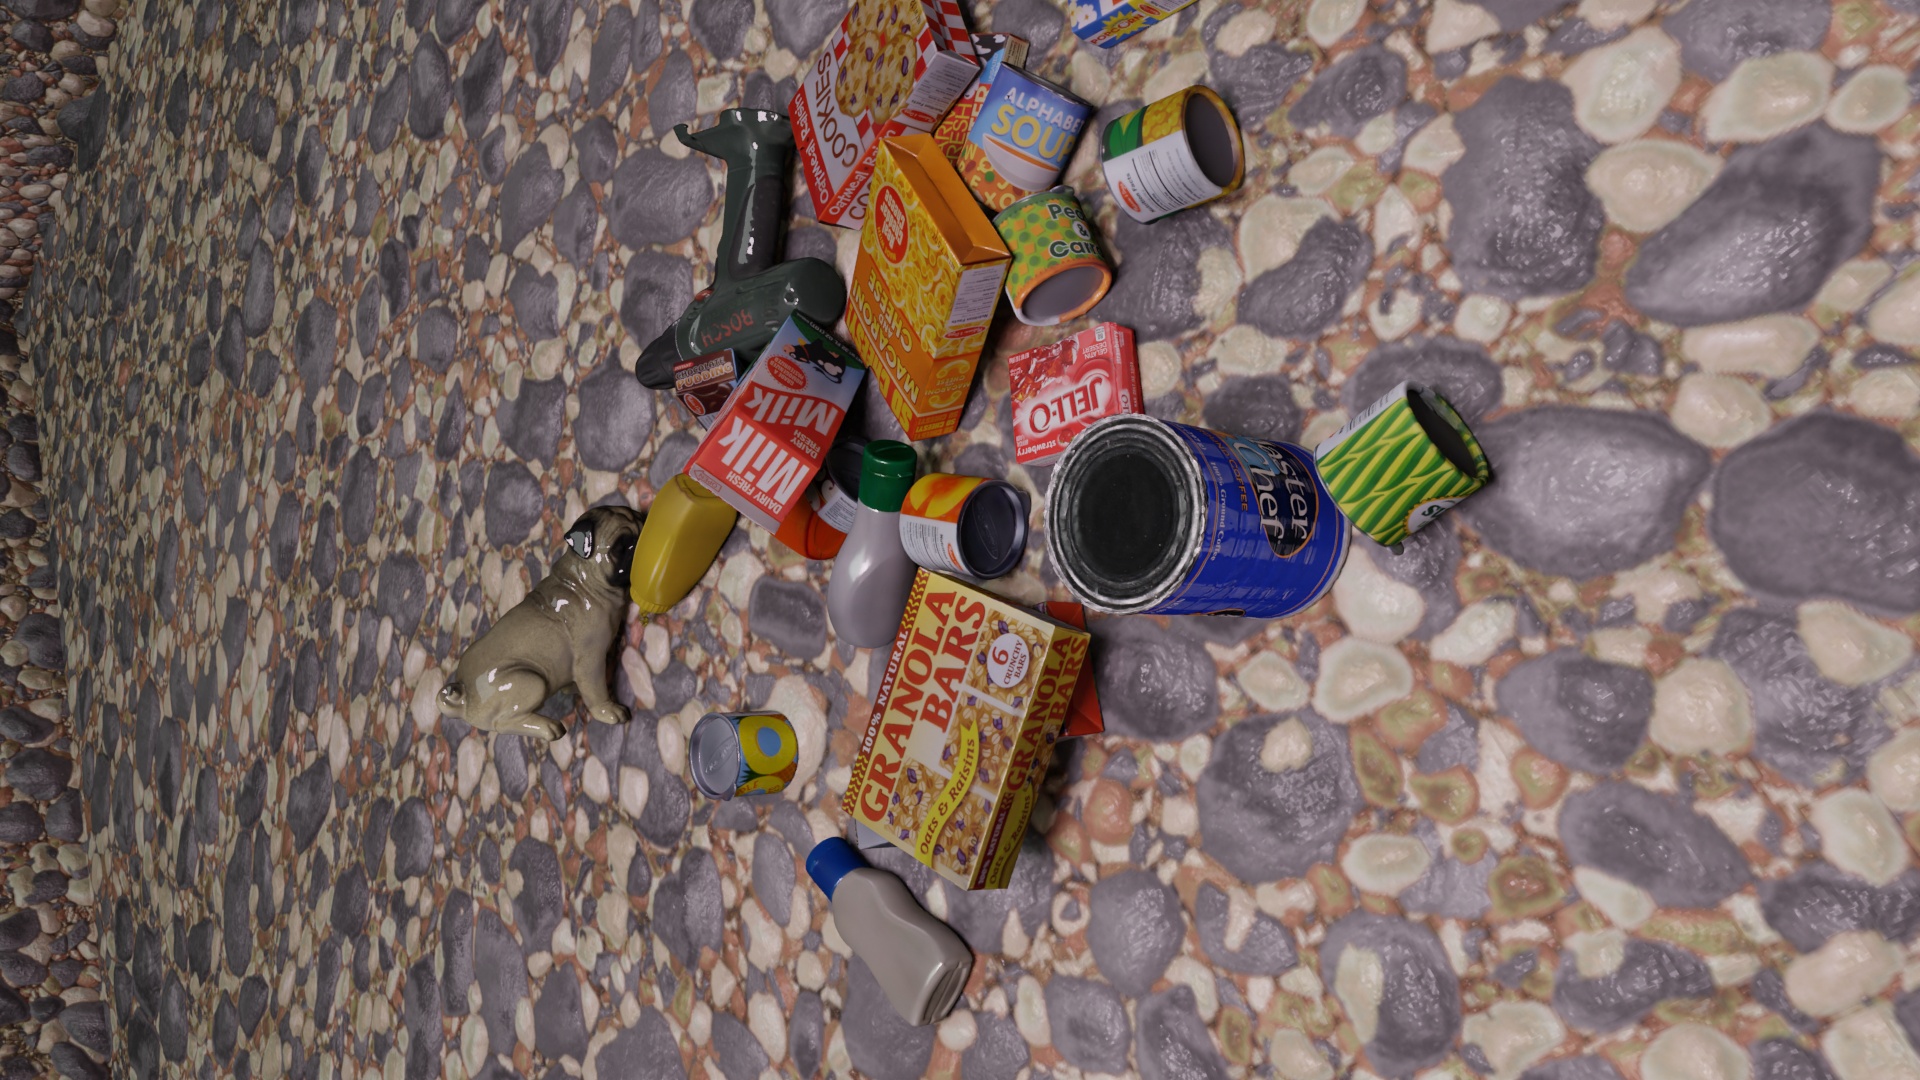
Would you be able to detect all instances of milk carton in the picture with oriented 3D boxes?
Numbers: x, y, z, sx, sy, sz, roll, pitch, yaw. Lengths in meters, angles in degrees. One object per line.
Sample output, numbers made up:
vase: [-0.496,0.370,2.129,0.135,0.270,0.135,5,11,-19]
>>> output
milk carton: [-0.132,-0.078,0.977,0.073,0.072,0.191,-45,17,33]

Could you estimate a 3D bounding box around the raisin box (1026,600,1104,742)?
raisin box: [0.028,0.094,0.902,0.123,0.040,0.086,-20,74,42]

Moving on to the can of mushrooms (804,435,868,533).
can of mushrooms: [-0.078,-0.040,1.000,0.033,0.071,0.071,-45,58,34]

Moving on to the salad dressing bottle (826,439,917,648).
salad dressing bottle: [-0.057,0.003,0.959,0.044,0.064,0.147,37,128,39]

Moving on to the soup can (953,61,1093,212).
soup can: [0.039,-0.257,0.901,0.071,0.071,0.083,43,116,38]

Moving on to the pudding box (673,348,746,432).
pudding box: [-0.187,-0.114,1.091,0.049,0.083,0.030,-14,67,5]

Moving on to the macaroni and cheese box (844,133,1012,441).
macaroni and cheese box: [-0.028,-0.167,0.933,0.124,0.040,0.165,61,151,29]

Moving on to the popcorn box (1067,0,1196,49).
popcorn box: [0.106,-0.385,0.869,0.085,0.038,0.127,-16,76,43]

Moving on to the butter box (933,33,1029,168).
butter box: [0.011,-0.298,0.963,0.053,0.024,0.103,21,101,44]

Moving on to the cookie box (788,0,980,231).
cookie box: [-0.061,-0.326,1.004,0.166,0.040,0.123,-44,51,40]

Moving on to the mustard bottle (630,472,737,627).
mustard bottle: [-0.241,0.013,1.156,0.049,0.065,0.159,52,125,29]

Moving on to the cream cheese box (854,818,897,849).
cream cheese box: [-0.018,0.185,0.929,0.103,0.053,0.024,-26,65,40]

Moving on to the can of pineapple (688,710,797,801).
can of pineapple: [-0.167,0.167,1.073,0.071,0.058,0.071,-4,84,44]

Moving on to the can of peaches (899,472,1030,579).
can of peaches: [0.003,-0.012,0.920,0.058,0.071,0.071,9,93,45]

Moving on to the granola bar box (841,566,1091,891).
granola bar box: [0.001,0.114,0.860,0.124,0.039,0.165,21,94,44]

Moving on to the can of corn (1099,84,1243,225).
can of corn: [0.126,-0.228,0.818,0.058,0.071,0.071,-12,78,43]

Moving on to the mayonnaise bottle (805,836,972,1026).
mayonnaise bottle: [-0.054,0.265,0.968,0.148,0.041,0.064,39,112,40]

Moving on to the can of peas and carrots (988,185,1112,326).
can of peas and carrots: [0.057,-0.179,0.879,0.070,0.071,0.059,-38,63,36]

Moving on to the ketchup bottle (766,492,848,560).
ketchup bottle: [-0.143,-0.040,1.077,0.149,0.043,0.064,30,107,42]

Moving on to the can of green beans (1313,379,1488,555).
can of green beans: [0.223,-0.039,0.704,0.057,0.071,0.071,-41,60,34]
